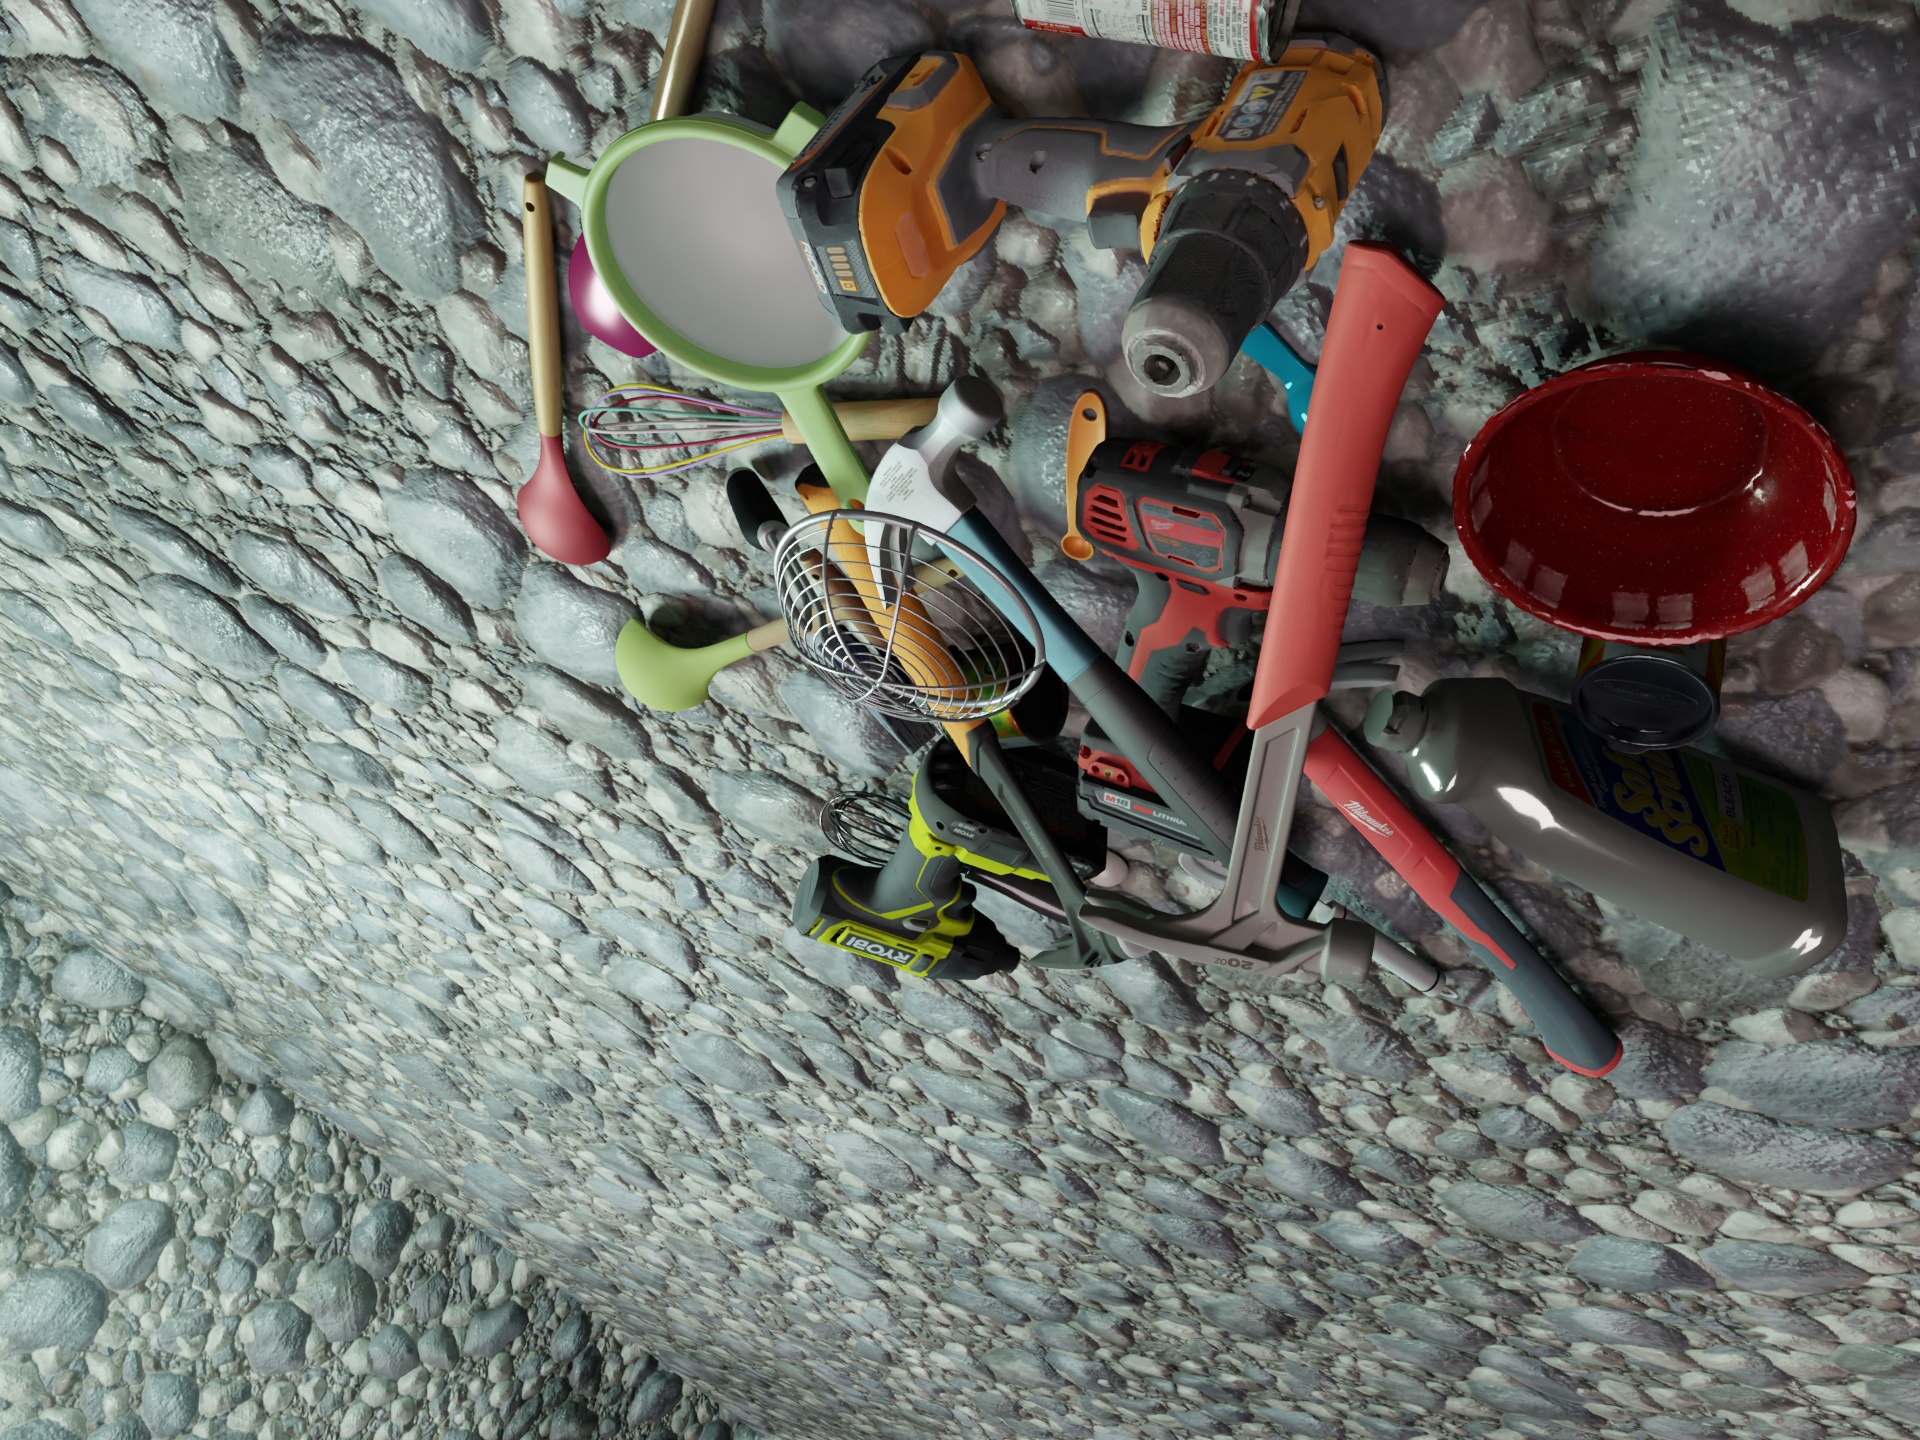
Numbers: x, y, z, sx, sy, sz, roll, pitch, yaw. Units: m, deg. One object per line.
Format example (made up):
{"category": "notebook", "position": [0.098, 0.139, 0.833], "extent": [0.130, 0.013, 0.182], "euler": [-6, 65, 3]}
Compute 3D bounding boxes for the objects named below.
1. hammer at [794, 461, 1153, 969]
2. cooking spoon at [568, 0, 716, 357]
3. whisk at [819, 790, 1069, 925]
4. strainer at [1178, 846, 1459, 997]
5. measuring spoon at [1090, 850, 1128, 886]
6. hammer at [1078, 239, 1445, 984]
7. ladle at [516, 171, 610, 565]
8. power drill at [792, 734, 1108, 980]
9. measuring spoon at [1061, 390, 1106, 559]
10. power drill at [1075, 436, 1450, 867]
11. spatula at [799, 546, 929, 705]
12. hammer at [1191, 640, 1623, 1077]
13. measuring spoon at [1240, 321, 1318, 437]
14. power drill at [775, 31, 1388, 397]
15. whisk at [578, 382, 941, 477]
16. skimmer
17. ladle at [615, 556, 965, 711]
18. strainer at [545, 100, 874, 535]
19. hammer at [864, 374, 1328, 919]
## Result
{"category": "hammer", "position": [-0.001, -0.003, 0.933], "extent": [0.337, 0.034, 0.127], "euler": [59, 155, -1]}
{"category": "cooking spoon", "position": [-0.149, -0.288, 0.792], "extent": [0.068, 0.017, 0.318], "euler": [29, 146, -6]}
{"category": "whisk", "position": [0.008, 0.110, 1.183], "extent": [0.239, 0.055, 0.055], "euler": [23, 145, -2]}
{"category": "strainer", "position": [0.240, 0.123, 1.056], "extent": [0.258, 0.050, 0.087], "euler": [33, 151, -20]}
{"category": "measuring spoon", "position": [0.061, 0.097, 1.154], "extent": [0.124, 0.018, 0.034], "euler": [16, 144, 16]}
{"category": "hammer", "position": [0.152, -0.042, 0.752], "extent": [0.149, 0.037, 0.358], "euler": [11, 114, 12]}
{"category": "ladle", "position": [-0.249, -0.197, 0.970], "extent": [0.069, 0.031, 0.315], "euler": [23, 144, 6]}
{"category": "power drill", "position": [0.002, 0.106, 1.099], "extent": [0.171, 0.080, 0.223], "euler": [21, 140, -17]}
{"category": "measuring spoon", "position": [0.068, -0.133, 0.863], "extent": [0.021, 0.011, 0.116], "euler": [17, 141, 13]}
{"category": "power drill", "position": [0.149, -0.033, 0.844], "extent": [0.188, 0.080, 0.226], "euler": [18, 130, 22]}
{"category": "spatula", "position": [-0.007, -0.010, 1.035], "extent": [0.060, 0.018, 0.315], "euler": [-6, 142, 36]}
{"category": "hammer", "position": [0.311, 0.098, 0.978], "extent": [0.386, 0.038, 0.143], "euler": [43, 140, -23]}
{"category": "measuring spoon", "position": [0.142, -0.170, 0.751], "extent": [0.128, 0.021, 0.042], "euler": [36, 144, -15]}
{"category": "power drill", "position": [0.039, -0.201, 0.640], "extent": [0.226, 0.185, 0.084], "euler": [9, 143, 28]}
{"category": "whisk", "position": [-0.116, -0.172, 0.905], "extent": [0.245, 0.047, 0.051], "euler": [2, 151, 24]}
{"category": "skimmer", "position": [-0.061, -0.094, 0.808], "extent": [0.127, 0.090, 0.364], "euler": [43, -175, -28]}
{"category": "ladle", "position": [-0.112, -0.067, 1.045], "extent": [0.320, 0.062, 0.078], "euler": [-16, 126, 36]}
{"category": "strainer", "position": [-0.084, -0.206, 0.813], "extent": [0.151, 0.069, 0.256], "euler": [-1, 140, 26]}
{"category": "hammer", "position": [0.075, -0.018, 0.831], "extent": [0.331, 0.033, 0.128], "euler": [48, 132, -3]}
